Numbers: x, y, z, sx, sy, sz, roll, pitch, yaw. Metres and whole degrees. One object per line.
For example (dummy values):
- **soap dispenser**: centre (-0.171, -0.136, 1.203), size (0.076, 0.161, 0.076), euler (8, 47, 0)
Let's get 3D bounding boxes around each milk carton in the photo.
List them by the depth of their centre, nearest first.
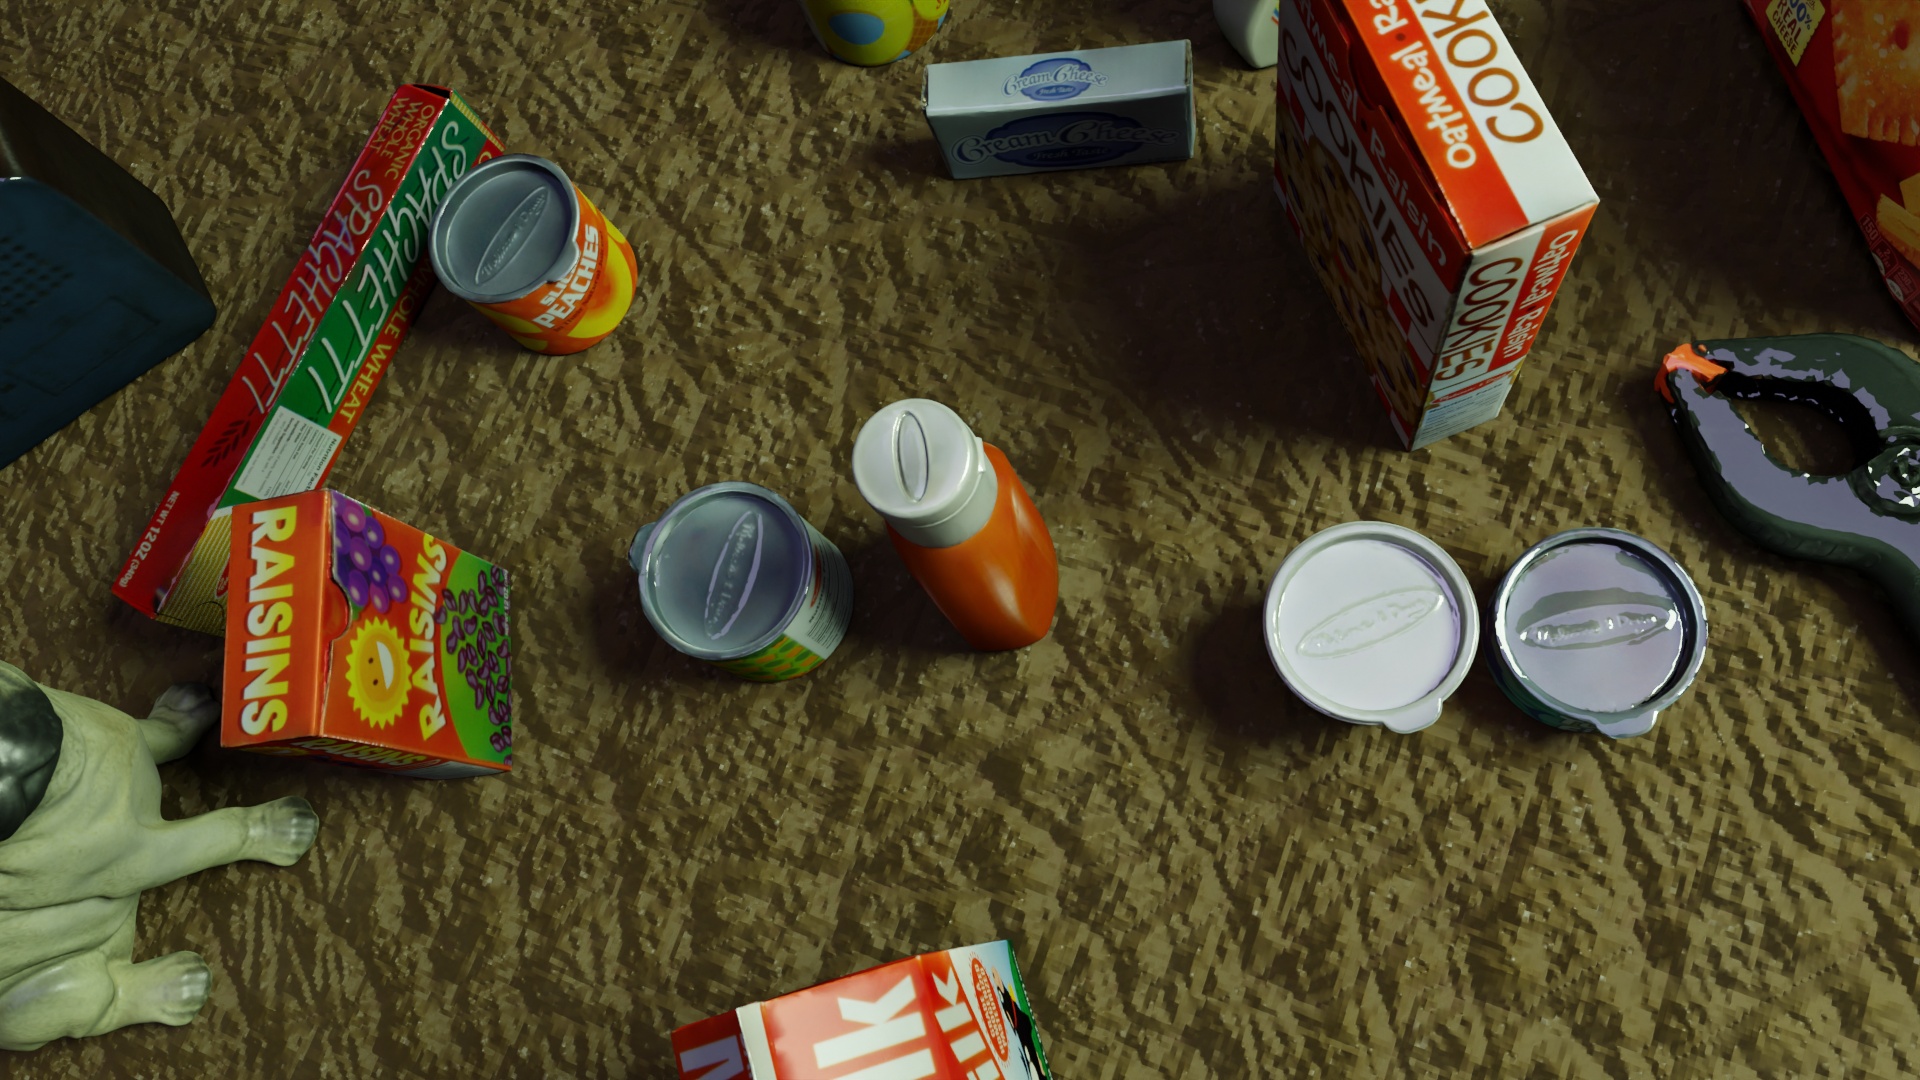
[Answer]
- **milk carton**: centre (-0.024, 0.163, 0.401), size (0.073, 0.190, 0.072), euler (-19, 72, 6)

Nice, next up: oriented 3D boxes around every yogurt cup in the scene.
- **yogurt cup**: centre (0.138, 0.032, 0.476), size (0.072, 0.054, 0.072), euler (-3, 74, 11)

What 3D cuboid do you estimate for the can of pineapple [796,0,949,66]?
- **can of pineapple**: centre (-0.040, -0.246, 0.589), size (0.071, 0.057, 0.071), euler (-3, 74, 11)

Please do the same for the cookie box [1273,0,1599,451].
- **cookie box**: centre (0.144, -0.114, 0.456), size (0.040, 0.167, 0.123), euler (-22, 72, 5)

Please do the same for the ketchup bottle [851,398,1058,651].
- **ketchup bottle**: centre (0.002, -0.006, 0.465), size (0.043, 0.148, 0.065), euler (-10, 73, 9)

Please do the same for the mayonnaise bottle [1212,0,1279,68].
- **mayonnaise bottle**: centre (0.123, -0.236, 0.505), size (0.065, 0.148, 0.041), euler (-32, 71, 2)

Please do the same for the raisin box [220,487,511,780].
- **raisin box**: centre (-0.212, 0.040, 0.510), size (0.040, 0.123, 0.086), euler (-8, 74, 10)

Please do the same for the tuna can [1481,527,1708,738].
- **tuna can**: centre (0.214, 0.034, 0.471), size (0.071, 0.032, 0.071), euler (-3, 74, 11)

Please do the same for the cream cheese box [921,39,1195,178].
- **cream cheese box**: centre (0.041, -0.170, 0.553), size (0.104, 0.053, 0.024), euler (-2, 75, 11)

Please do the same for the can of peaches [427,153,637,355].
- **can of peaches**: centre (-0.175, -0.117, 0.581), size (0.071, 0.058, 0.071), euler (-3, 74, 11)

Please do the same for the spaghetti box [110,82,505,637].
- **spaghetti box**: centre (-0.273, -0.079, 0.594), size (0.029, 0.050, 0.250), euler (22, 80, 17)

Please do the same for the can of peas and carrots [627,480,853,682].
- **can of peas and carrots**: centre (-0.081, 0.017, 0.523), size (0.071, 0.058, 0.071), euler (-3, 74, 11)
